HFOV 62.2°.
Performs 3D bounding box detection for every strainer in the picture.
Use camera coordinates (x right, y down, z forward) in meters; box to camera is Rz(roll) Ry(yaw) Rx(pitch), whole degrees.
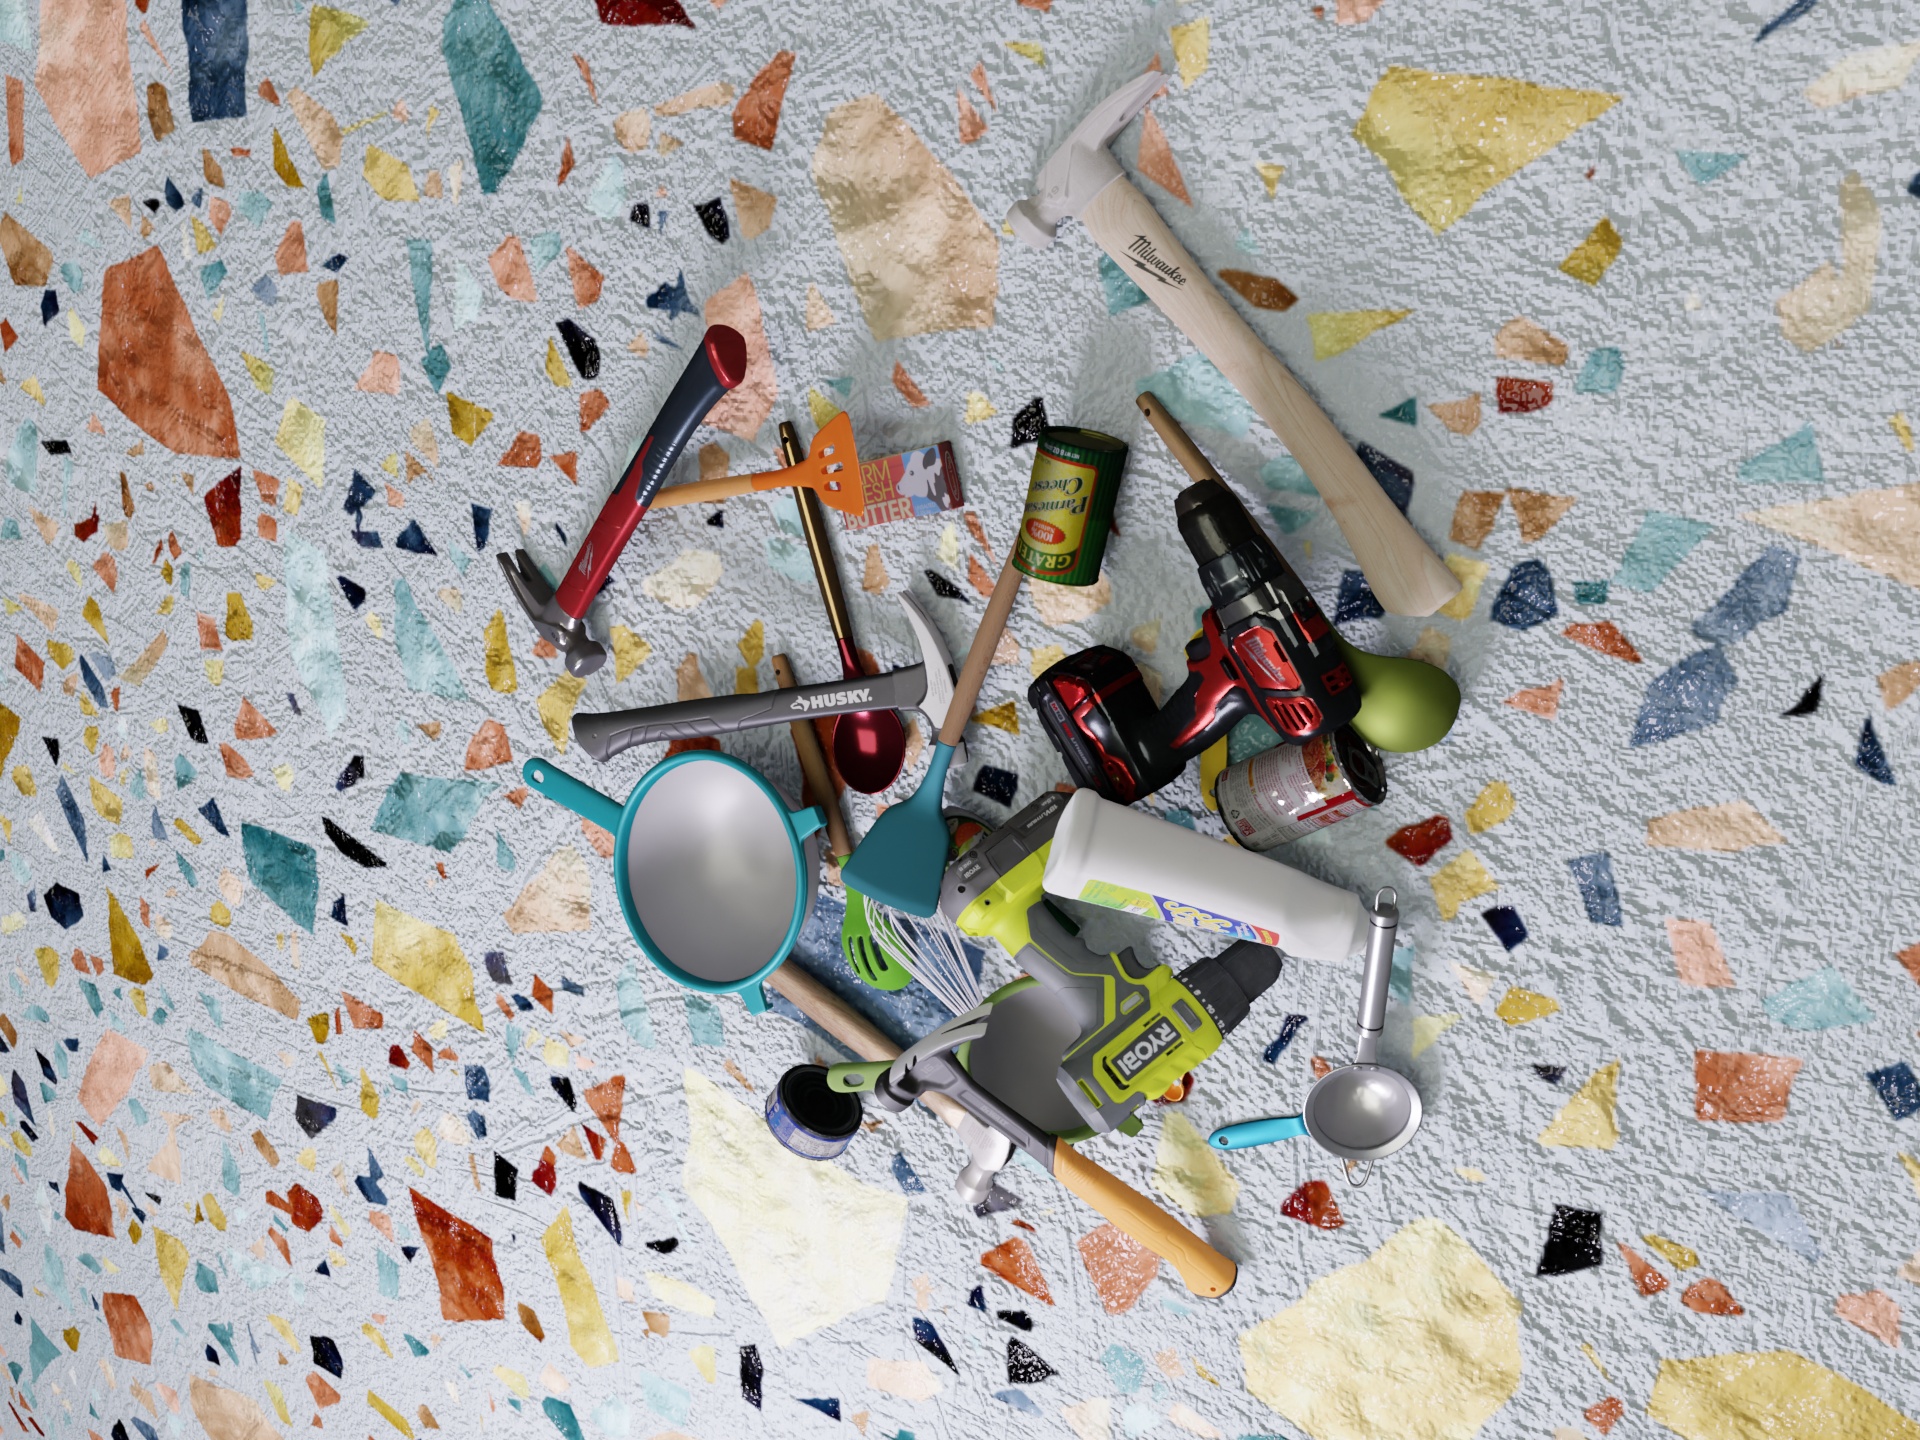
[{"bbox_3d":[0.295,0.225,1.146,0.087,0.050,0.258,2,119,5],"label":"strainer"},{"bbox_3d":[-0.249,0.104,1.430,0.341,0.095,0.211,25,106,28],"label":"strainer"},{"bbox_3d":[0.021,0.268,1.292,0.256,0.069,0.151,-6,106,4],"label":"strainer"}]

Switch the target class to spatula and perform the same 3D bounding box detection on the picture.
[{"bbox_3d":[-0.192,-0.194,1.317,0.323,0.041,0.081,-2,101,38],"label":"spatula"},{"bbox_3d":[-0.002,-0.004,1.238,0.082,0.044,0.317,23,102,9],"label":"spatula"}]

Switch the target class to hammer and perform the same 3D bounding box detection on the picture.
[{"bbox_3d":[-0.289,-0.202,1.359,0.143,0.038,0.386,53,132,12],"label":"hammer"},{"bbox_3d":[0.205,-0.245,1.080,0.146,0.038,0.411,-42,82,32],"label":"hammer"},{"bbox_3d":[0.096,0.351,1.252,0.336,0.034,0.127,39,123,-14],"label":"hammer"},{"bbox_3d":[-0.164,-0.015,1.313,0.335,0.035,0.146,-8,96,13],"label":"hammer"},{"bbox_3d":[-0.084,0.283,1.422,0.331,0.031,0.130,35,120,18],"label":"hammer"}]

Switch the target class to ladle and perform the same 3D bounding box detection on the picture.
[{"bbox_3d":[0.228,-0.110,1.110,0.320,0.062,0.078,55,142,14],"label":"ladle"},{"bbox_3d":[-0.105,-0.093,1.320,0.069,0.031,0.315,-12,97,22],"label":"ladle"}]

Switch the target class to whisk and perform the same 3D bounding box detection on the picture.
[{"bbox_3d":[0.010,0.246,1.342,0.070,0.070,0.284,-34,91,34],"label":"whisk"}]

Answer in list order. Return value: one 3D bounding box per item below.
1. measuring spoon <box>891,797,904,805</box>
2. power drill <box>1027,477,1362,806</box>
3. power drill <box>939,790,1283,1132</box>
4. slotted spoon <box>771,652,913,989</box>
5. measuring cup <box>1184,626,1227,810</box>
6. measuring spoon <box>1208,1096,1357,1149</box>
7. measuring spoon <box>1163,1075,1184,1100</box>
[{"bbox_3d":[-0.016,0.112,1.341,0.124,0.018,0.034,50,120,16],"label":"measuring spoon"},{"bbox_3d":[0.151,-0.047,1.112,0.226,0.080,0.188,-29,90,46],"label":"power drill"},{"bbox_3d":[0.112,0.168,1.207,0.190,0.080,0.229,-37,74,-9],"label":"power drill"},{"bbox_3d":[-0.111,0.092,1.382,0.070,0.031,0.314,-14,96,36],"label":"slotted spoon"},{"bbox_3d":[0.195,-0.004,1.172,0.062,0.029,0.156,22,128,34],"label":"measuring cup"},{"bbox_3d":[0.246,0.322,1.238,0.128,0.021,0.042,-21,93,33],"label":"measuring spoon"},{"bbox_3d":[0.181,0.251,1.266,0.021,0.011,0.117,21,111,26],"label":"measuring spoon"}]
